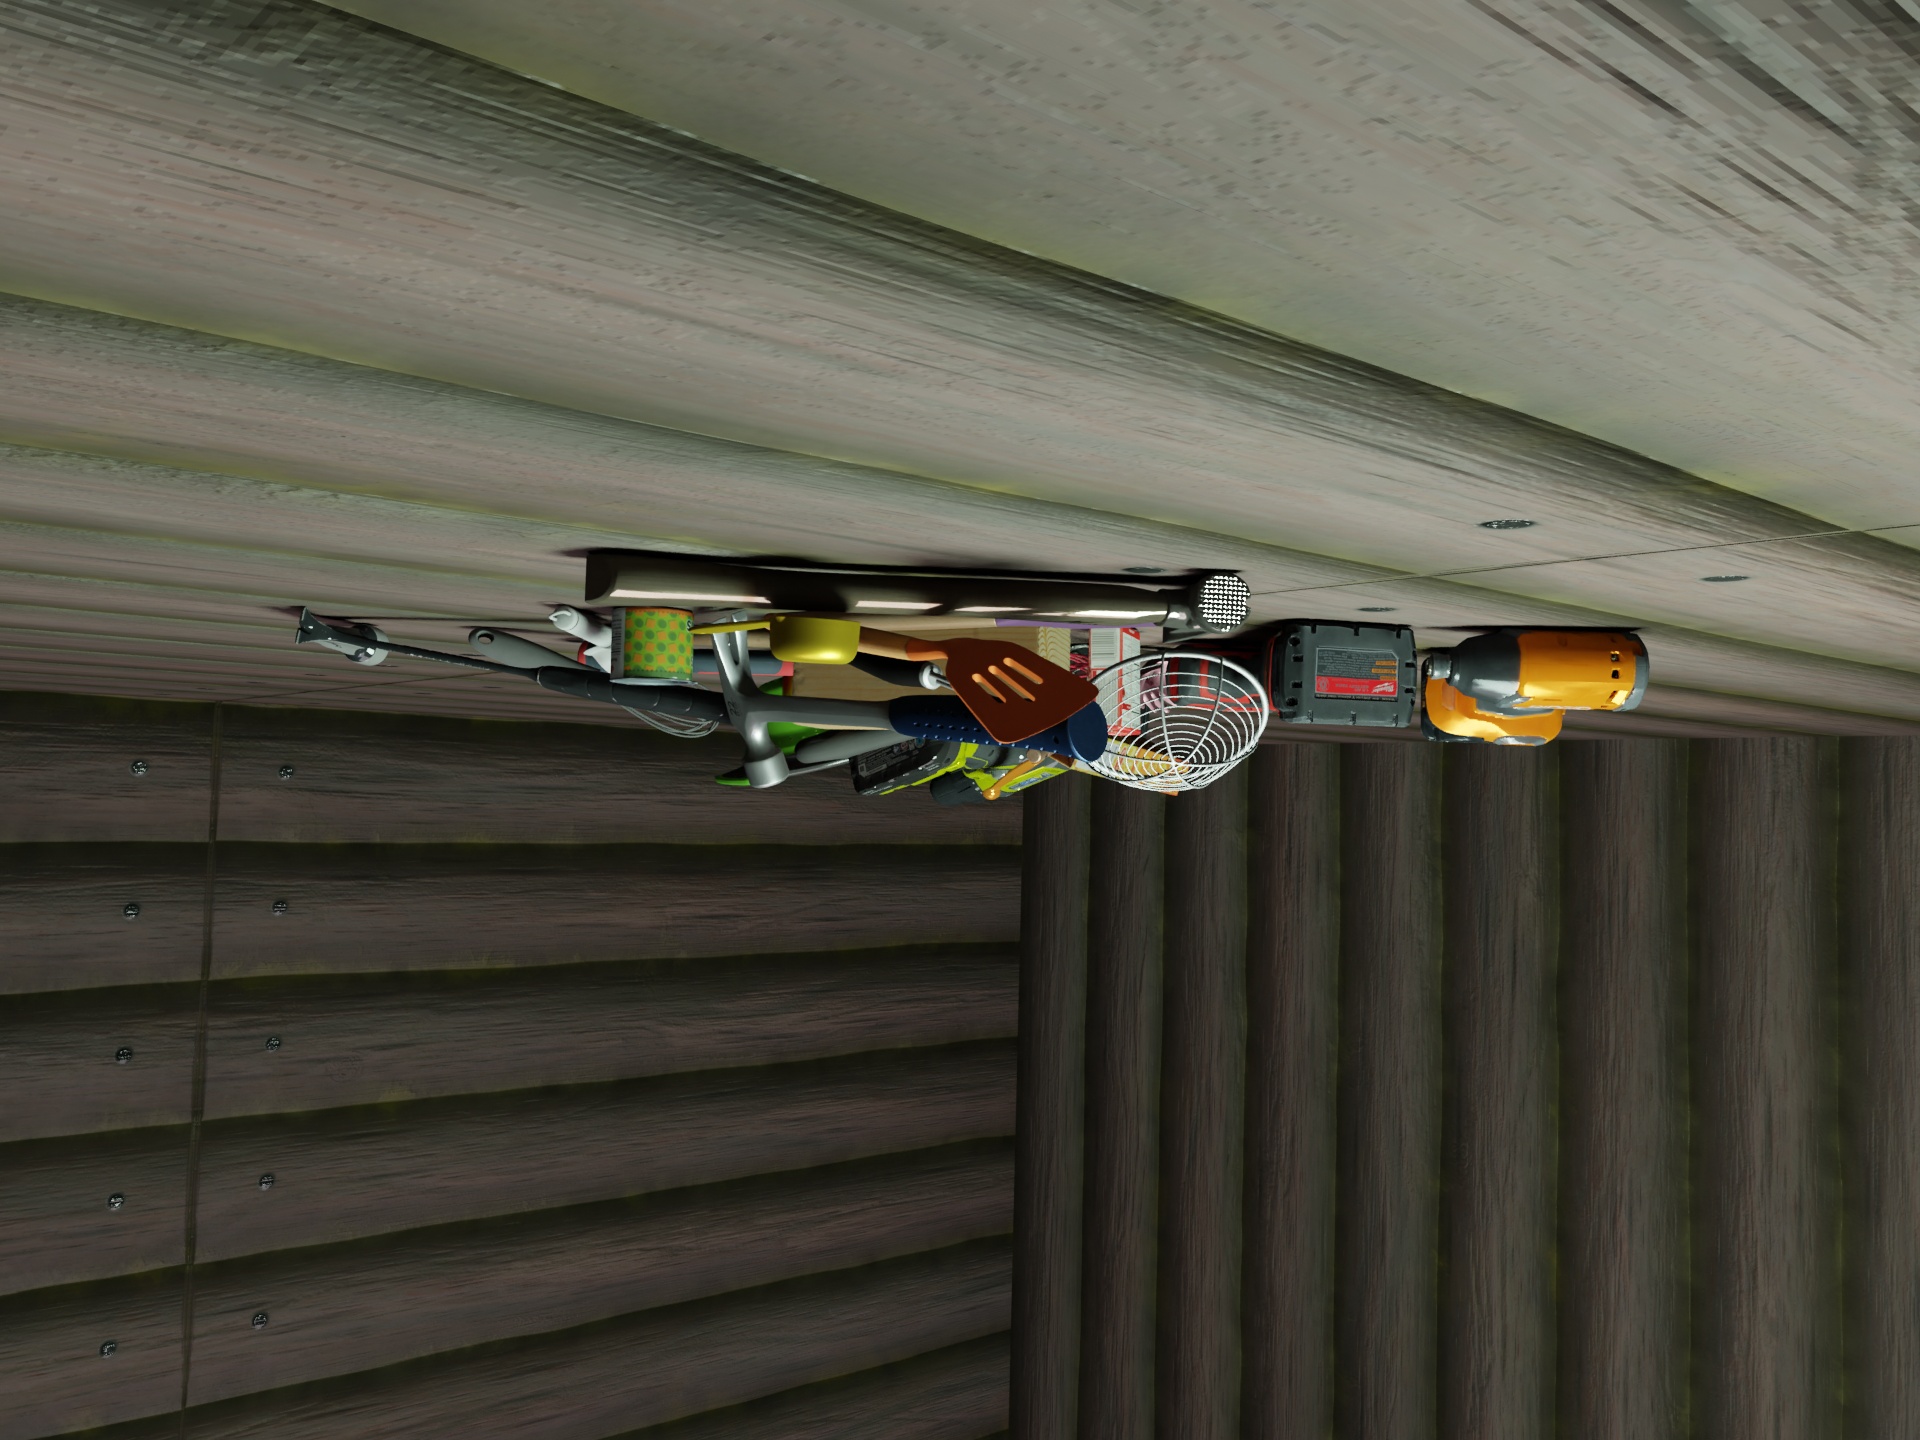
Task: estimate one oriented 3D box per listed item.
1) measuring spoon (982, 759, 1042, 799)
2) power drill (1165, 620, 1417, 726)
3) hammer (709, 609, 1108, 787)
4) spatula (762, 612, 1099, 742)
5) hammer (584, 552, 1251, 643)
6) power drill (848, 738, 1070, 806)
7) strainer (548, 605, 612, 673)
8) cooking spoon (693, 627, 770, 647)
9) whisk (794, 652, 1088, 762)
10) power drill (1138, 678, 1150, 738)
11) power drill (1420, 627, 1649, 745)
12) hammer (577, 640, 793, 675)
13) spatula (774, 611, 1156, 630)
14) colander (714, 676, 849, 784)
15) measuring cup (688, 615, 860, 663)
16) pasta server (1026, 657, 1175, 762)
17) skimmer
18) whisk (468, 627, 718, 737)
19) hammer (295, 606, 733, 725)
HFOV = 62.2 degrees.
[{"bbox_3d":[0.053,0.057,1.567,0.021,0.011,0.117,-5,162,-30],"label":"measuring spoon"},{"bbox_3d":[0.298,-0.036,1.349,0.188,0.080,0.227,2,180,-16],"label":"power drill"},{"bbox_3d":[-0.053,-0.009,1.133,0.035,0.144,0.406,-27,-161,-36],"label":"hammer"},{"bbox_3d":[-0.043,-0.042,1.065,0.081,0.041,0.323,-28,-155,-31],"label":"spatula"},{"bbox_3d":[-0.031,-0.079,1.029,0.410,0.038,0.146,2,178,-8],"label":"hammer"},{"bbox_3d":[-0.007,0.038,1.608,0.190,0.080,0.228,-24,159,35],"label":"power drill"},{"bbox_3d":[-0.302,-0.068,1.366,0.087,0.050,0.258,-13,172,5],"label":"strainer"},{"bbox_3d":[-0.103,-0.071,1.378,0.319,0.017,0.069,1,-167,5],"label":"cooking spoon"},{"bbox_3d":[-0.002,-0.004,1.389,0.295,0.073,0.073,-14,-179,-16],"label":"whisk"},{"bbox_3d":[0.102,-0.022,1.721,0.143,0.078,0.219,-2,173,44],"label":"power drill"},{"bbox_3d":[0.454,-0.031,1.331,0.164,0.084,0.226,2,173,3],"label":"power drill"},{"bbox_3d":[-0.176,-0.054,1.488,0.386,0.038,0.143,2,-179,9],"label":"hammer"},{"bbox_3d":[0.003,-0.078,1.194,0.316,0.018,0.059,0,164,19],"label":"spatula"},{"bbox_3d":[-0.085,-0.027,1.742,0.397,0.094,0.204,-17,-172,-28],"label":"colander"},{"bbox_3d":[-0.127,-0.050,1.028,0.156,0.029,0.062,0,178,44],"label":"measuring cup"},{"bbox_3d":[0.136,-0.010,1.389,0.040,0.060,0.316,29,-153,18],"label":"pasta server"},{"bbox_3d":[0.040,-0.036,1.110,0.364,0.090,0.127,22,156,40],"label":"skimmer"},{"bbox_3d":[-0.336,-0.040,1.467,0.239,0.055,0.055,20,173,-10],"label":"whisk"},{"bbox_3d":[-0.369,-0.042,1.359,0.409,0.036,0.149,10,176,9],"label":"hammer"}]
